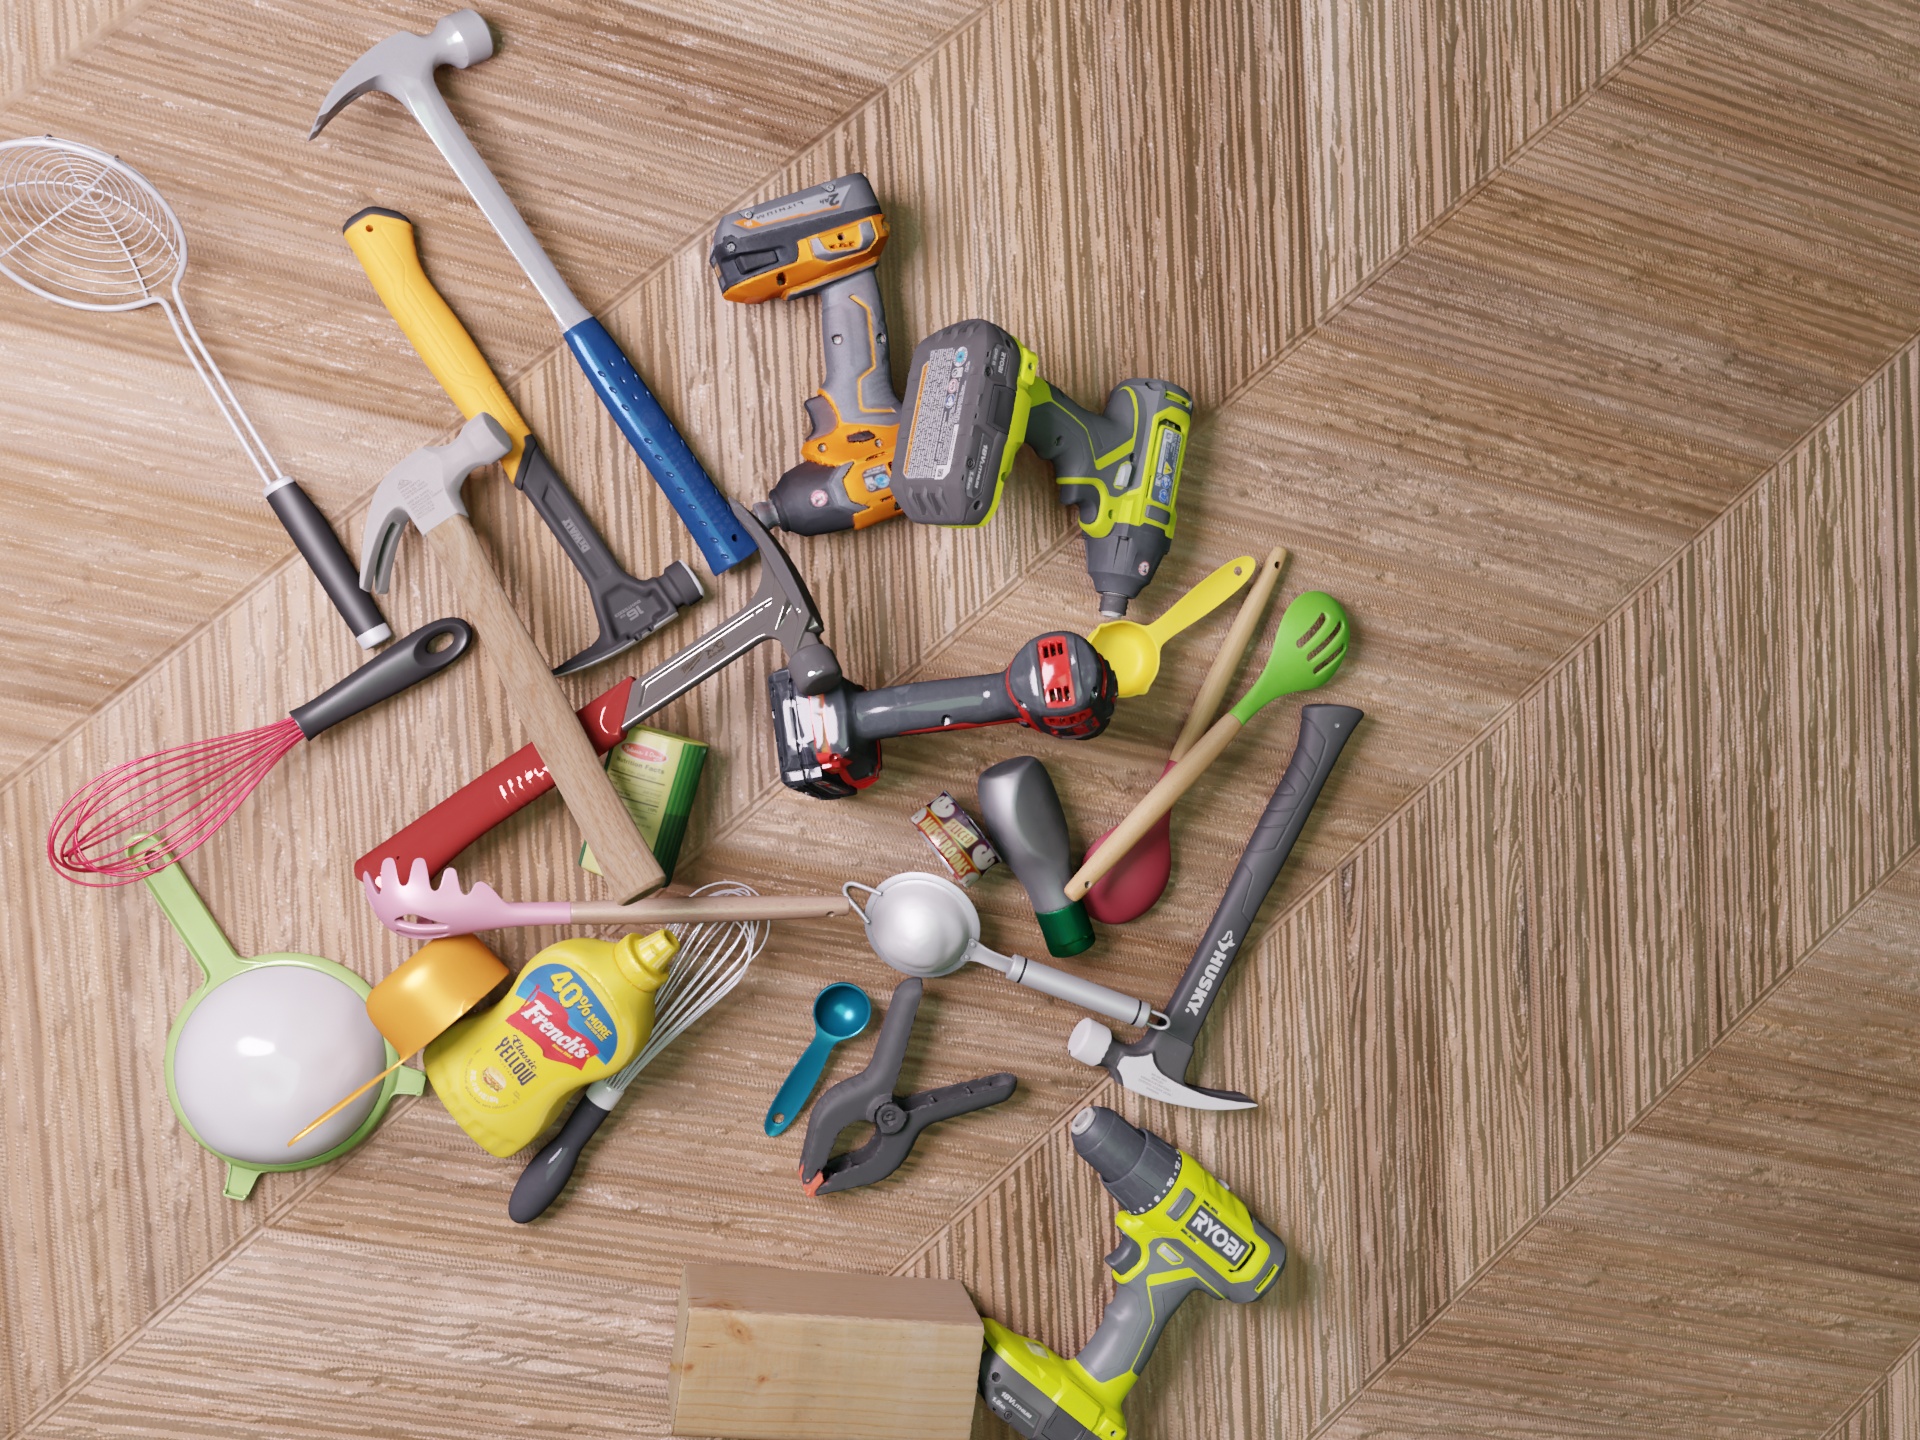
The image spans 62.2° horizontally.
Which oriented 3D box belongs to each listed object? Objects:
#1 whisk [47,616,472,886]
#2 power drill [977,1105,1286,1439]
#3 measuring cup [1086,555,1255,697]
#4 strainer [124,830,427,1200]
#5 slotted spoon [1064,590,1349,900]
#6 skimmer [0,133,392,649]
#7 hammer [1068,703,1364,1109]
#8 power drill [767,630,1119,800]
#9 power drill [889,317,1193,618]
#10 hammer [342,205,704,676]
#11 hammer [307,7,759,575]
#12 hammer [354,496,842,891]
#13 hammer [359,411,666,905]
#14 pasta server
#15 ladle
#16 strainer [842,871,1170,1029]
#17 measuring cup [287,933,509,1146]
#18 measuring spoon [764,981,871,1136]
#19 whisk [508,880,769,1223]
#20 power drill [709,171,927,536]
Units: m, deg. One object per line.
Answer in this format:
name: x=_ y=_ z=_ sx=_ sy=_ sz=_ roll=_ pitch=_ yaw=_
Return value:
whisk: x=-0.452 y=0.014 z=1.043 sx=0.296 sy=0.073 sz=0.073 roll=-34 pitch=98 yaw=-20
power drill: x=0.107 y=0.416 z=1.172 sx=0.190 sy=0.080 sz=0.228 roll=42 pitch=81 yaw=-11
measuring cup: x=0.156 y=-0.074 z=1.188 sx=0.156 sy=0.029 sz=0.062 roll=-37 pitch=99 yaw=-10
strainer: x=-0.480 y=0.188 z=1.047 sx=0.151 sy=0.069 sz=0.256 roll=-30 pitch=99 yaw=-9
slotted spoon: x=0.187 y=0.019 z=1.174 sx=0.314 sy=0.031 sz=0.070 roll=-45 pitch=115 yaw=-14
skimmer: x=-0.491 y=-0.197 z=1.021 sx=0.127 sy=0.090 sz=0.363 roll=-25 pitch=101 yaw=23
hammer: x=0.220 y=0.136 z=1.205 sx=0.146 sy=0.035 sz=0.335 roll=28 pitch=86 yaw=-10
power drill: x=-0.002 y=-0.004 z=1.098 sx=0.226 sy=0.187 sz=0.080 roll=-10 pitch=80 yaw=9
power drill: x=0.065 y=-0.172 z=1.102 sx=0.223 sy=0.080 sz=0.171 roll=12 pitch=87 yaw=-41
hammer: x=-0.318 y=-0.193 z=1.084 sx=0.127 sy=0.034 sz=0.337 roll=-34 pitch=98 yaw=-9
hammer: x=-0.270 y=-0.273 z=1.074 sx=0.144 sy=0.035 sz=0.405 roll=-41 pitch=104 yaw=-31
hammer: x=-0.255 y=0.004 z=1.059 sx=0.359 sy=0.036 sz=0.149 roll=-33 pitch=67 yaw=8
hammer: x=-0.283 y=-0.030 z=1.025 sx=0.130 sy=0.031 sz=0.331 roll=-32 pitch=80 yaw=9
pasta server: x=-0.231 y=0.121 z=1.059 sx=0.316 sy=0.060 sz=0.040 roll=0 pitch=51 yaw=-13
ladle: x=0.175 y=0.010 z=1.196 sx=0.069 sy=0.031 sz=0.315 roll=28 pitch=85 yaw=-15
strainer: x=0.033 y=0.176 z=1.147 sx=0.258 sy=0.050 sz=0.086 roll=21 pitch=115 yaw=-5
measuring cup: x=-0.379 y=0.202 z=1.041 sx=0.173 sy=0.095 sz=0.052 roll=-41 pitch=95 yaw=-33
measuring spoon: x=-0.108 y=0.244 z=1.155 sx=0.042 sy=0.021 sz=0.128 roll=29 pitch=95 yaw=-12
whisk: x=-0.230 y=0.232 z=1.110 sx=0.070 sy=0.070 sz=0.284 roll=36 pitch=89 yaw=-11
power drill: x=-0.096 y=-0.243 z=1.104 sx=0.164 sy=0.084 sz=0.226 roll=-22 pitch=100 yaw=-10
